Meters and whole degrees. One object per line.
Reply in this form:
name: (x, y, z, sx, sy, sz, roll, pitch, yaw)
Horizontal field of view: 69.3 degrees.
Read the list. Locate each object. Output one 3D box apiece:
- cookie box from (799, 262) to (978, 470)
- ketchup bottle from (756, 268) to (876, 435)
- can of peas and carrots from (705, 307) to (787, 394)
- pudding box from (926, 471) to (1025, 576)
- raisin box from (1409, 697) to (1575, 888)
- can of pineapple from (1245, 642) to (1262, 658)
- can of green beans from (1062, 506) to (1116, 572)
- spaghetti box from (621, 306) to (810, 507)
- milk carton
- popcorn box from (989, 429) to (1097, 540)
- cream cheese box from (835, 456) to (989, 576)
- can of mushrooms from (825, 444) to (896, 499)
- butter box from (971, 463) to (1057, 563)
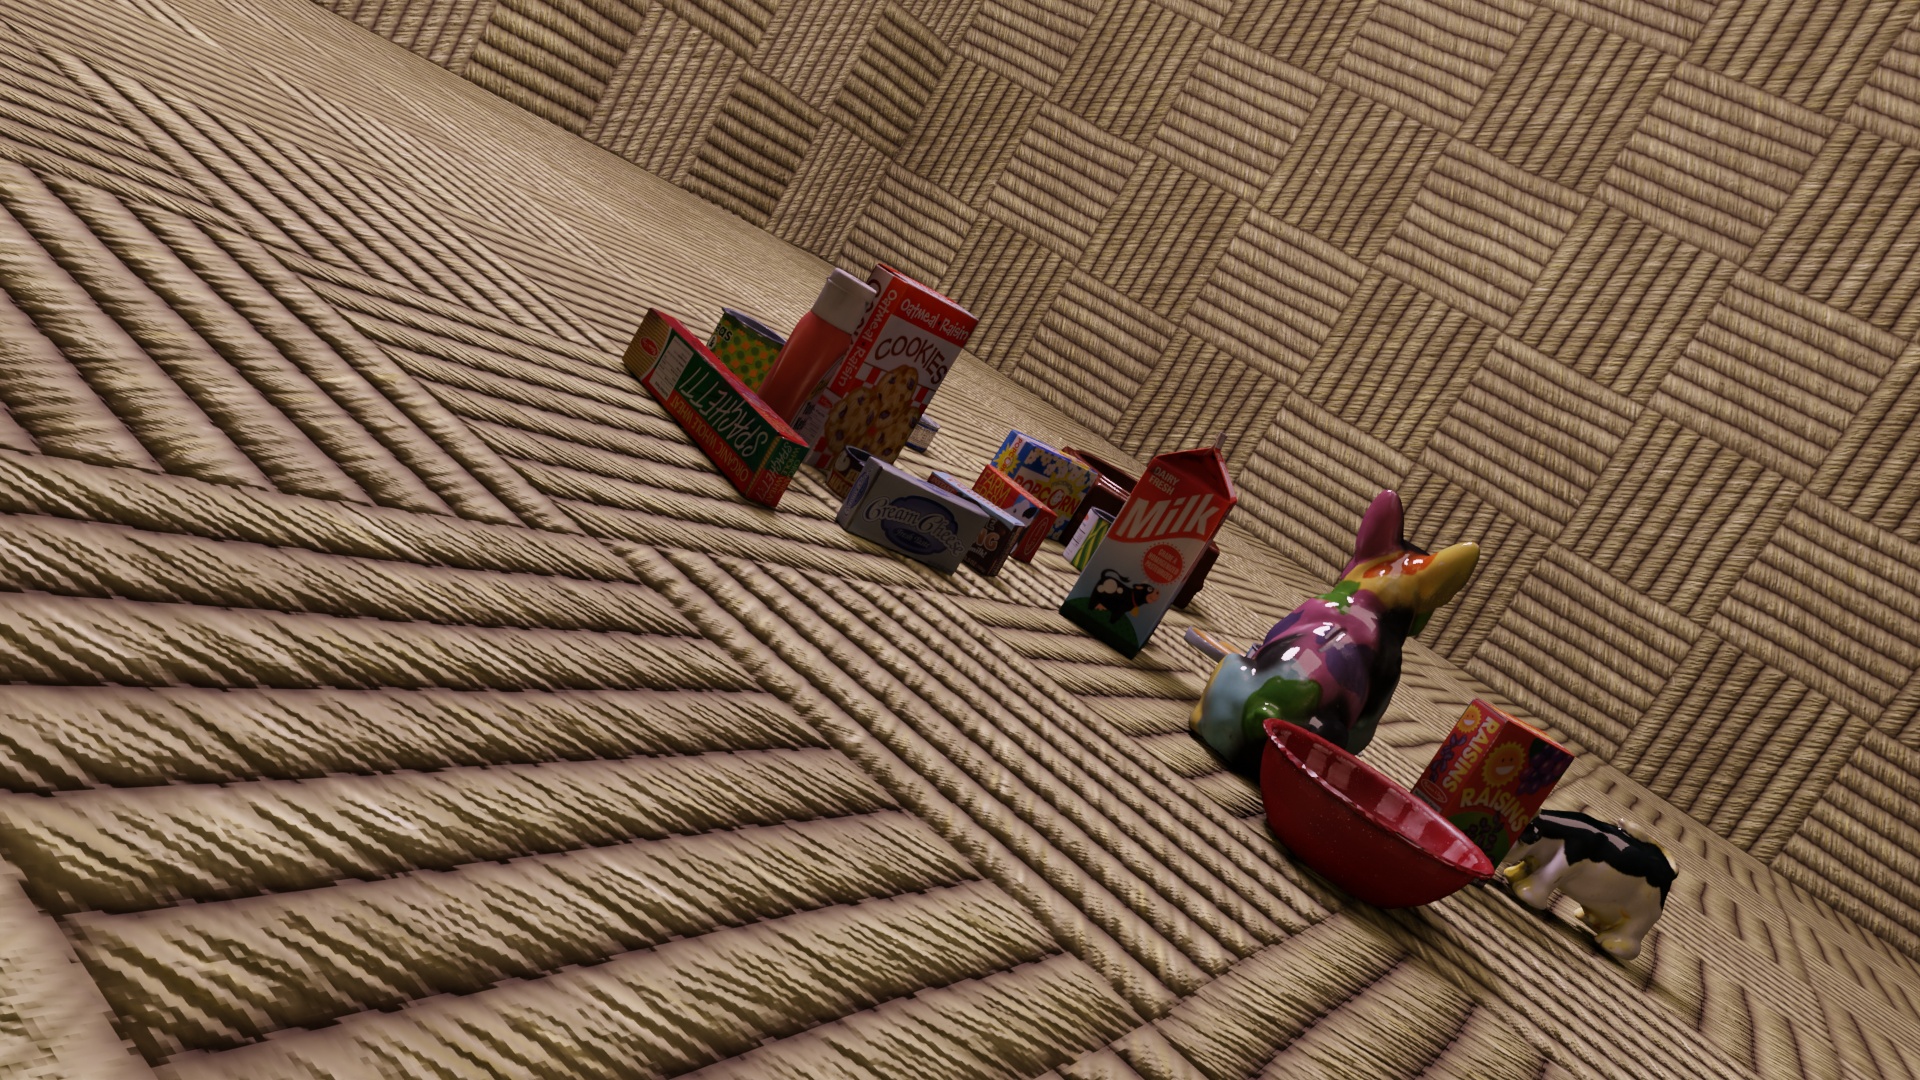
cookie box: (-0.067, -0.135, 1.150, 0.040, 0.167, 0.123, 36, 11, 26)
ketchup bottle: (-0.116, -0.133, 1.051, 0.043, 0.148, 0.065, 31, 9, 0)
can of peas and carrots: (-0.197, -0.168, 1.243, 0.071, 0.058, 0.071, 30, 10, -6)
pudding box: (0.004, -0.014, 1.108, 0.084, 0.049, 0.030, 34, 10, 18)
raisin box: (0.385, 0.188, 1.031, 0.086, 0.123, 0.040, 26, 10, -27)
can of pineapple: (0.253, 0.126, 1.135, 0.071, 0.057, 0.071, 30, 10, -6)
can of green beans: (0.145, 0.008, 1.395, 0.071, 0.057, 0.071, 30, 10, -6)
spaghetti box: (-0.179, -0.099, 0.985, 0.028, 0.050, 0.251, 23, 13, -41)
milk carton: (0.163, -0.005, 1.126, 0.073, 0.190, 0.072, 33, 10, 11)
popcorn box: (0.076, -0.056, 1.422, 0.038, 0.085, 0.126, 38, 12, 37)
cream cheese box: (-0.034, -0.016, 0.998, 0.104, 0.053, 0.024, 24, 12, -35)
can of mushrooms: (-0.070, -0.045, 1.086, 0.071, 0.033, 0.071, 30, 10, -6)
butter box: (0.043, -0.026, 1.269, 0.024, 0.053, 0.104, 24, 12, -38)
